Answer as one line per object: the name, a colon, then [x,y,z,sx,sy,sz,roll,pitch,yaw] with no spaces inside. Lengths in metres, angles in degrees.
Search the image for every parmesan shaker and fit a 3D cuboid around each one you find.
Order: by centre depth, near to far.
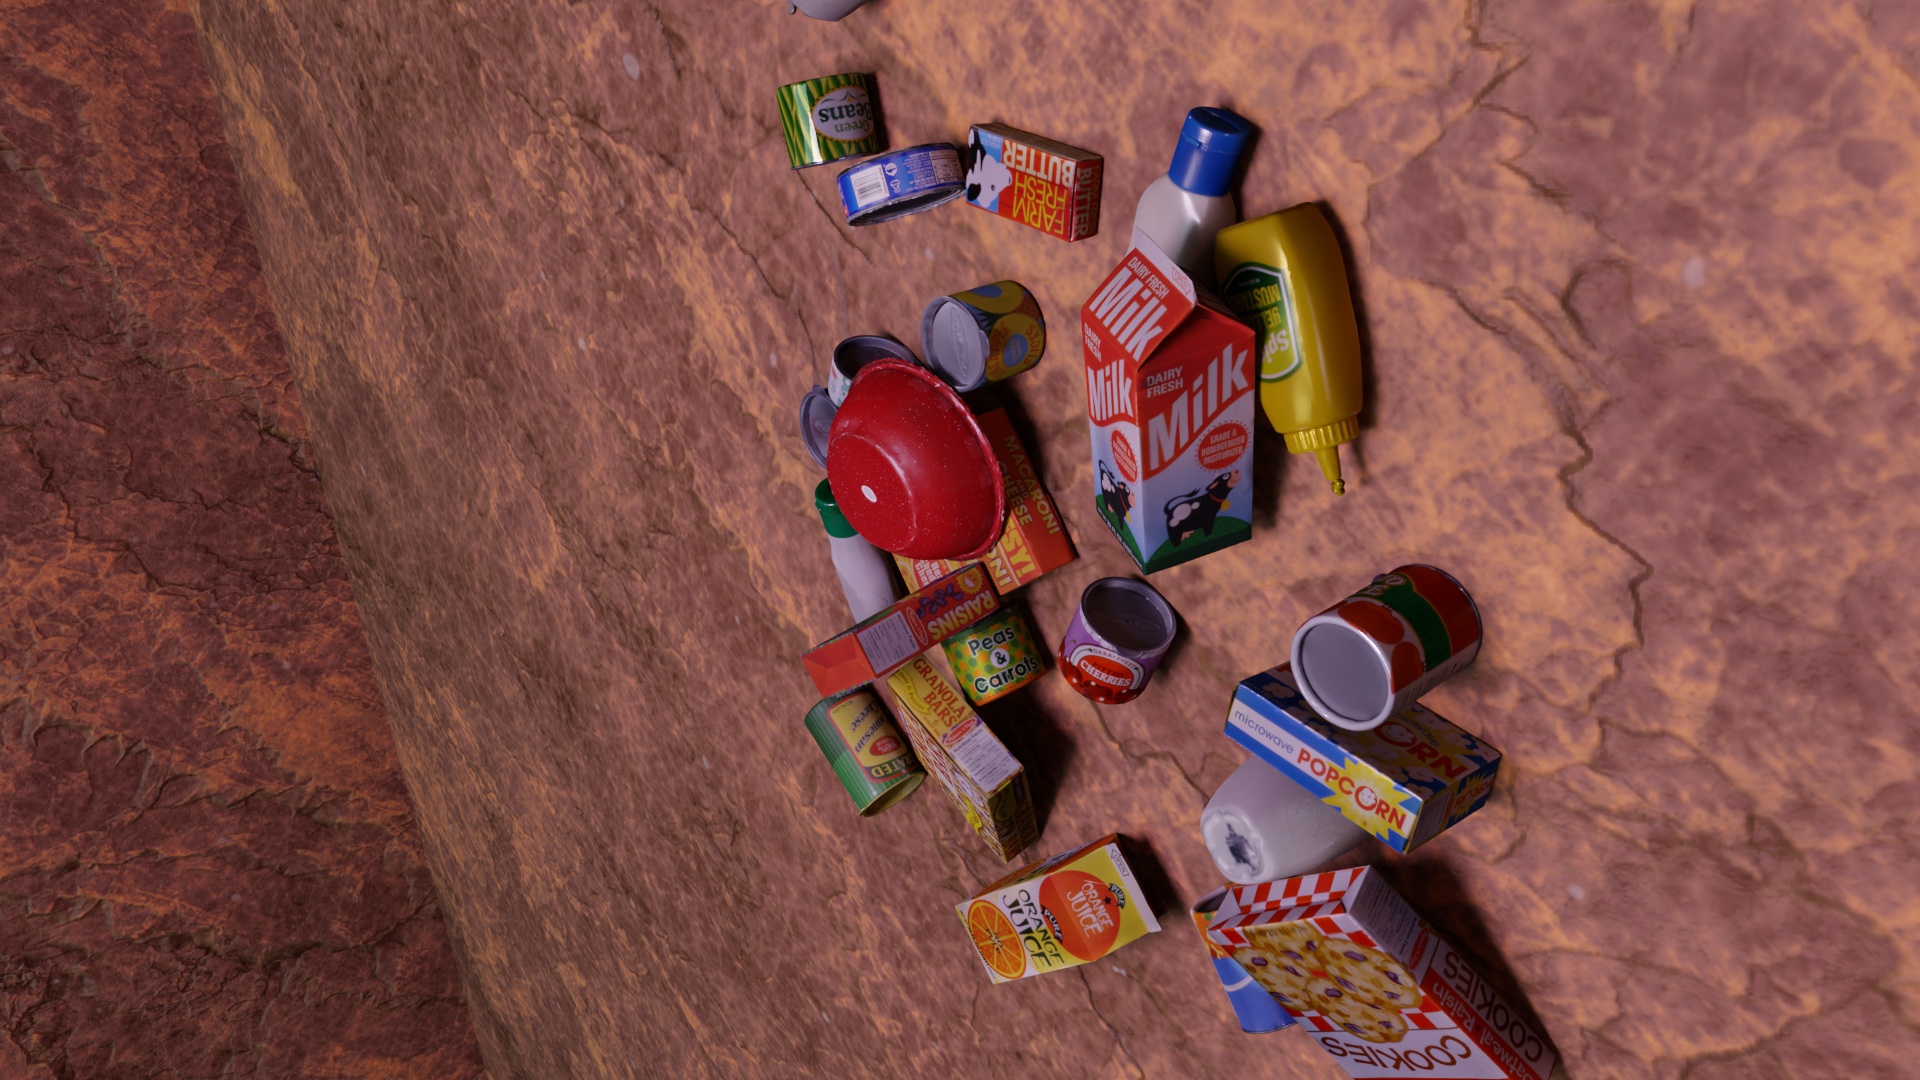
parmesan shaker: [-0.089,0.187,1.242,0.103,0.071,0.071,54,142,19]

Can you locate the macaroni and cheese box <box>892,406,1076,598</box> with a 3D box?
macaroni and cheese box: [0.004,-0.013,1.045,0.166,0.040,0.123,-30,84,55]

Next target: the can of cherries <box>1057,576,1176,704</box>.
can of cherries: [0.103,0.069,0.932,0.071,0.072,0.058,47,140,26]

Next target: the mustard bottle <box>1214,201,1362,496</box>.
mustard bottle: [0.186,-0.099,0.755,0.065,0.049,0.160,-8,101,59]

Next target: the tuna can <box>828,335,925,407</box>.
tuna can: [-0.064,-0.123,1.057,0.071,0.071,0.032,47,140,27]

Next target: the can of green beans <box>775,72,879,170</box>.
can of green beans: [-0.096,-0.302,1.002,0.071,0.071,0.057,8,114,50]

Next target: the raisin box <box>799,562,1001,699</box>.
raisin box: [-0.043,0.064,1.005,0.086,0.124,0.040,-28,90,55]

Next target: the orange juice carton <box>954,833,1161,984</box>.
orange juice carton: [0.082,0.282,1.069,0.192,0.073,0.072,-38,77,53]

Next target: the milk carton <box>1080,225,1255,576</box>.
milk carton: [0.117,-0.079,0.782,0.072,0.073,0.189,-121,16,-48]

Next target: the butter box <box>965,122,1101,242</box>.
butter box: [0.045,-0.231,0.891,0.104,0.024,0.052,32,130,40]

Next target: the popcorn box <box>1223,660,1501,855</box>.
popcorn box: [0.224,0.114,0.783,0.127,0.085,0.038,34,124,38]

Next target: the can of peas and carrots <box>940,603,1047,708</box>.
can of peas and carrots: [0.025,0.087,1.045,0.070,0.071,0.058,-29,85,54]

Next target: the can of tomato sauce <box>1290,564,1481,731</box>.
can of tomato sauce: [0.228,0.056,0.751,0.071,0.083,0.070,28,128,42]

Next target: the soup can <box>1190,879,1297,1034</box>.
soup can: [0.200,0.270,0.915,0.071,0.071,0.084,-29,84,54]

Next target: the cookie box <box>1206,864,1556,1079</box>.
cookie box: [0.247,0.267,0.823,0.167,0.040,0.122,45,145,-8]

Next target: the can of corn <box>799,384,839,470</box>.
can of corn: [-0.086,-0.096,1.102,0.071,0.058,0.070,28,129,42]

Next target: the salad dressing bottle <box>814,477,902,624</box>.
salad dressing bottle: [-0.082,0.011,1.127,0.064,0.044,0.147,56,167,44]

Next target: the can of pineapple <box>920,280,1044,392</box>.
can of pineapple: [0.016,-0.139,0.947,0.071,0.058,0.070,28,129,42]

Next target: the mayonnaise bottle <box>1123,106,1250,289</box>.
mayonnaise bottle: [0.127,-0.174,0.802,0.065,0.041,0.147,43,137,30]

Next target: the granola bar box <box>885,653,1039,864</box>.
granola bar box: [0.004,0.174,1.085,0.124,0.039,0.164,47,165,27]
